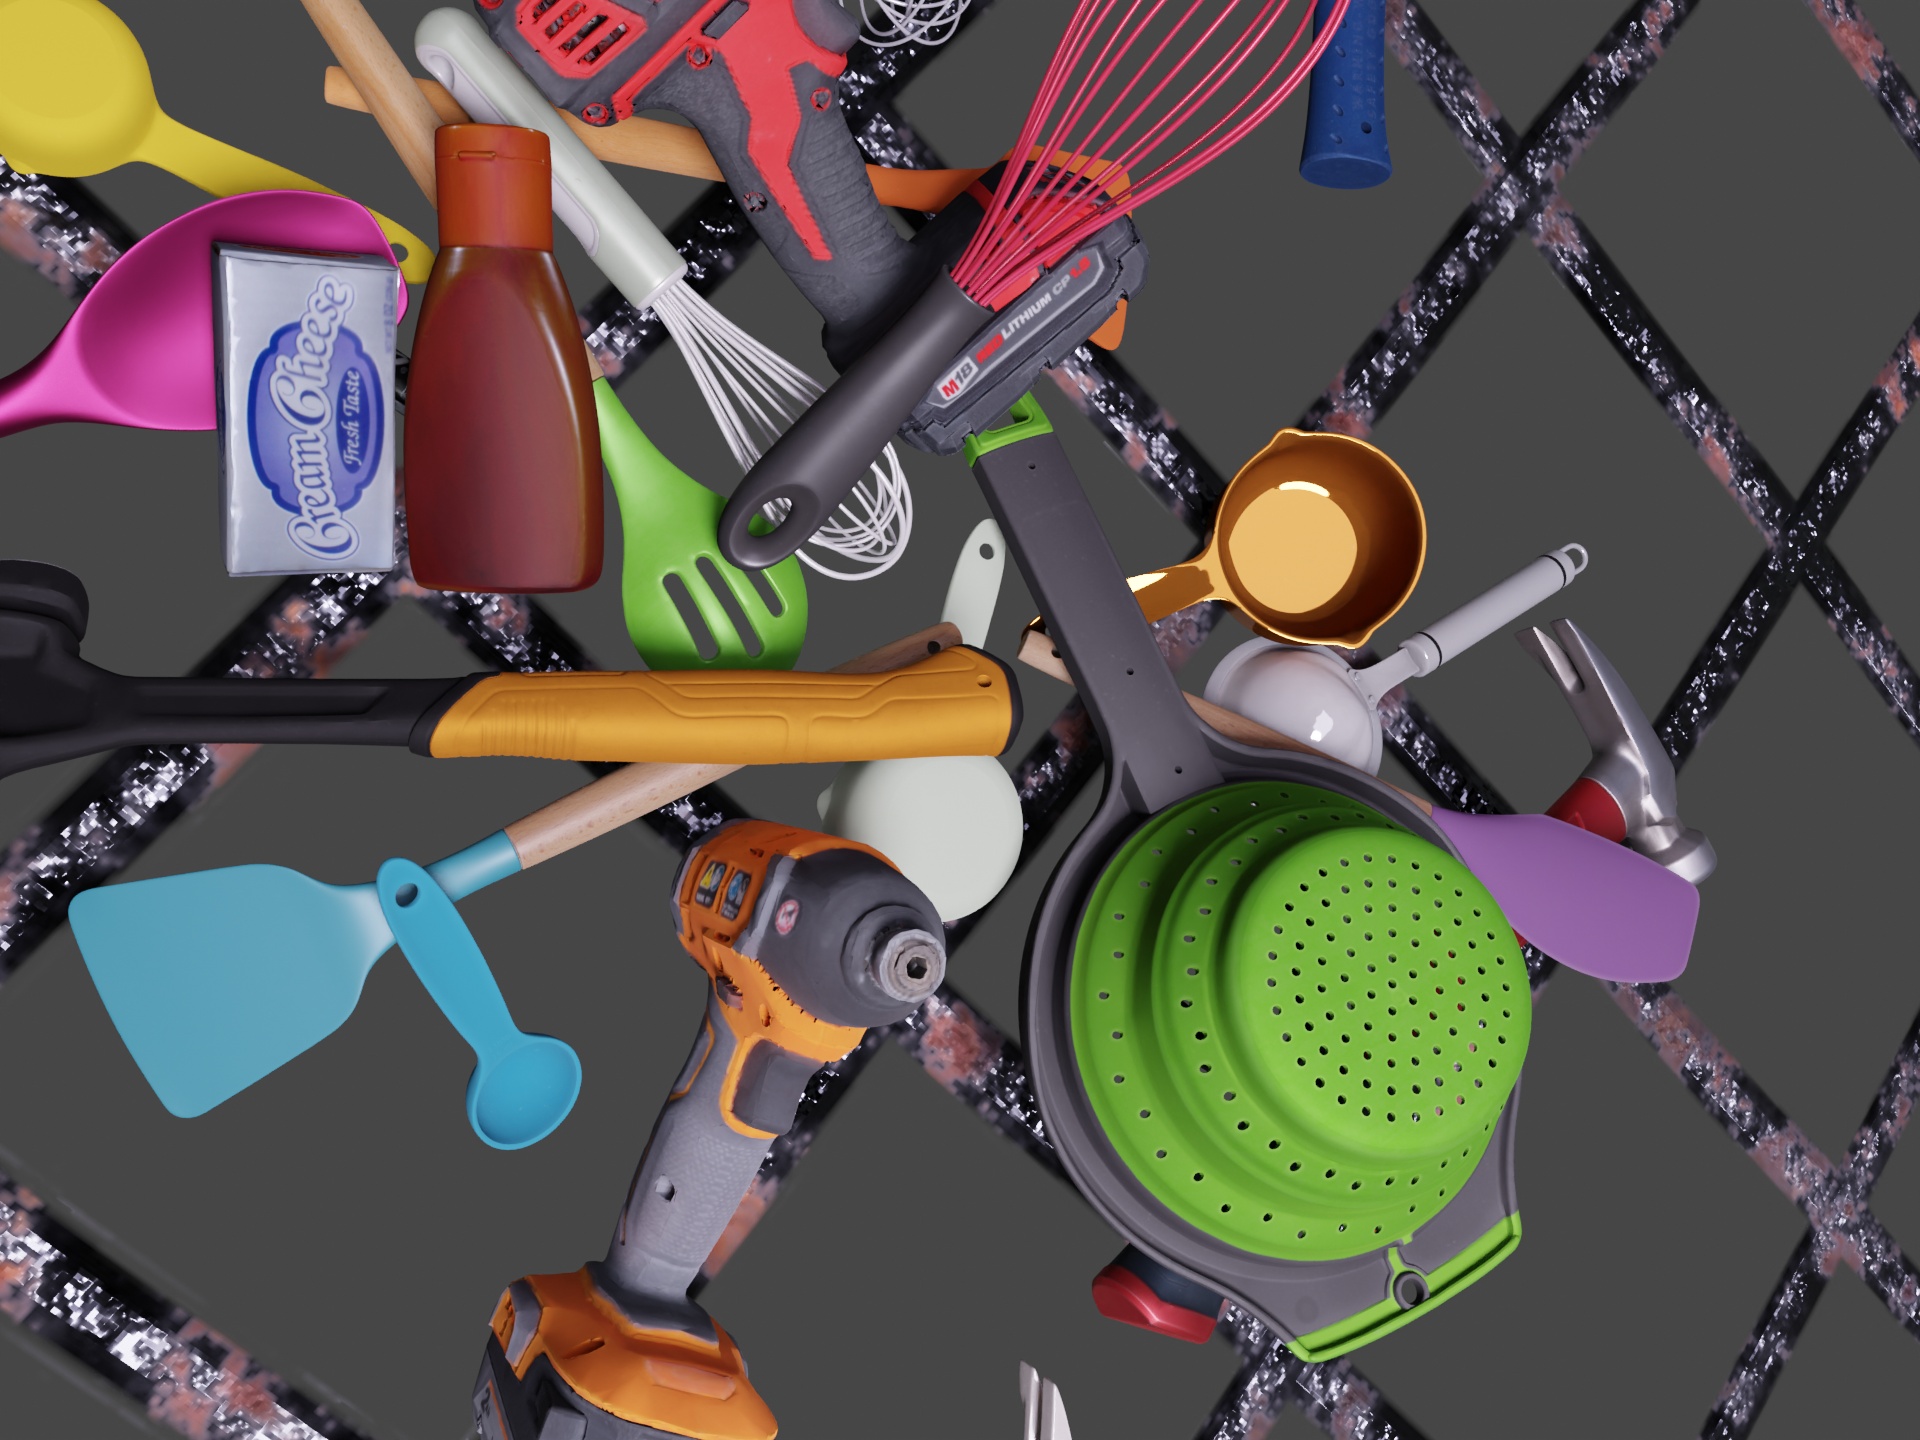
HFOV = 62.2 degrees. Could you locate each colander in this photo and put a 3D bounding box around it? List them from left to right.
[{"bbox_3d":[0.096,0.027,0.577,0.204,0.094,0.397,-21,79,-19],"label":"colander"}]

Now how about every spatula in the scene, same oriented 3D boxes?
[{"bbox_3d":[-0.136,0.031,0.559,0.317,0.044,0.082,-26,99,-23],"label":"spatula"},{"bbox_3d":[-0.071,-0.209,0.612,0.322,0.041,0.081,4,87,-20],"label":"spatula"},{"bbox_3d":[0.168,0.033,0.656,0.316,0.018,0.060,24,73,-7],"label":"spatula"}]

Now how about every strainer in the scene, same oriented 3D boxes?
[{"bbox_3d":[0.201,-0.028,0.717,0.258,0.050,0.087,-29,85,-26],"label":"strainer"}]

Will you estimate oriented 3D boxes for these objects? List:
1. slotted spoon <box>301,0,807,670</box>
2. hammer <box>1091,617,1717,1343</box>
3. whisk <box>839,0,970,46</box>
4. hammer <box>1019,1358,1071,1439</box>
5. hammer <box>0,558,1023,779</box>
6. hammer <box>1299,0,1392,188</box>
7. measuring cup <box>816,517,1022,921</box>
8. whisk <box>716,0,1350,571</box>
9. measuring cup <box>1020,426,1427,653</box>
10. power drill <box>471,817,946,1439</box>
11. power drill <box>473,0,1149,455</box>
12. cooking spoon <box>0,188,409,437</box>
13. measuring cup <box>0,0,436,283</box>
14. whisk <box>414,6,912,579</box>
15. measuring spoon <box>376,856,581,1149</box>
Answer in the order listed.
[{"bbox_3d":[-0.149,-0.139,0.560,0.070,0.031,0.313,-36,104,-17],"label":"slotted spoon"},{"bbox_3d":[0.186,0.104,0.670,0.386,0.038,0.143,-35,97,-30],"label":"hammer"},{"bbox_3d":[-0.024,-0.401,0.627,0.070,0.070,0.285,2,82,-24],"label":"whisk"},{"bbox_3d":[-0.147,0.306,0.547,0.410,0.038,0.146,8,83,-23],"label":"hammer"},{"bbox_3d":[-0.138,0.003,0.516,0.336,0.034,0.127,-1,49,-19],"label":"hammer"},{"bbox_3d":[0.176,-0.448,0.724,0.144,0.035,0.405,4,86,-24],"label":"hammer"},{"bbox_3d":[-0.001,-0.002,0.623,0.083,0.038,0.167,17,82,-22],"label":"measuring cup"},{"bbox_3d":[0.015,-0.156,0.518,0.073,0.073,0.295,38,112,-18],"label":"whisk"},{"bbox_3d":[0.107,-0.061,0.676,0.173,0.052,0.095,-19,90,1],"label":"measuring cup"},{"bbox_3d":[-0.075,0.145,0.518,0.084,0.164,0.226,24,80,-24],"label":"power drill"},{"bbox_3d":[-0.040,-0.212,0.548,0.143,0.079,0.219,-41,120,11],"label":"power drill"},{"bbox_3d":[-0.322,-0.082,0.482,0.319,0.017,0.068,-29,125,-17],"label":"cooking spoon"},{"bbox_3d":[-0.248,-0.188,0.526,0.156,0.029,0.062,24,79,-20],"label":"measuring cup"},{"bbox_3d":[-0.102,-0.149,0.571,0.246,0.058,0.059,48,64,-17],"label":"whisk"},{"bbox_3d":[-0.167,0.092,0.533,0.042,0.021,0.128,-38,129,-28],"label":"measuring spoon"}]
